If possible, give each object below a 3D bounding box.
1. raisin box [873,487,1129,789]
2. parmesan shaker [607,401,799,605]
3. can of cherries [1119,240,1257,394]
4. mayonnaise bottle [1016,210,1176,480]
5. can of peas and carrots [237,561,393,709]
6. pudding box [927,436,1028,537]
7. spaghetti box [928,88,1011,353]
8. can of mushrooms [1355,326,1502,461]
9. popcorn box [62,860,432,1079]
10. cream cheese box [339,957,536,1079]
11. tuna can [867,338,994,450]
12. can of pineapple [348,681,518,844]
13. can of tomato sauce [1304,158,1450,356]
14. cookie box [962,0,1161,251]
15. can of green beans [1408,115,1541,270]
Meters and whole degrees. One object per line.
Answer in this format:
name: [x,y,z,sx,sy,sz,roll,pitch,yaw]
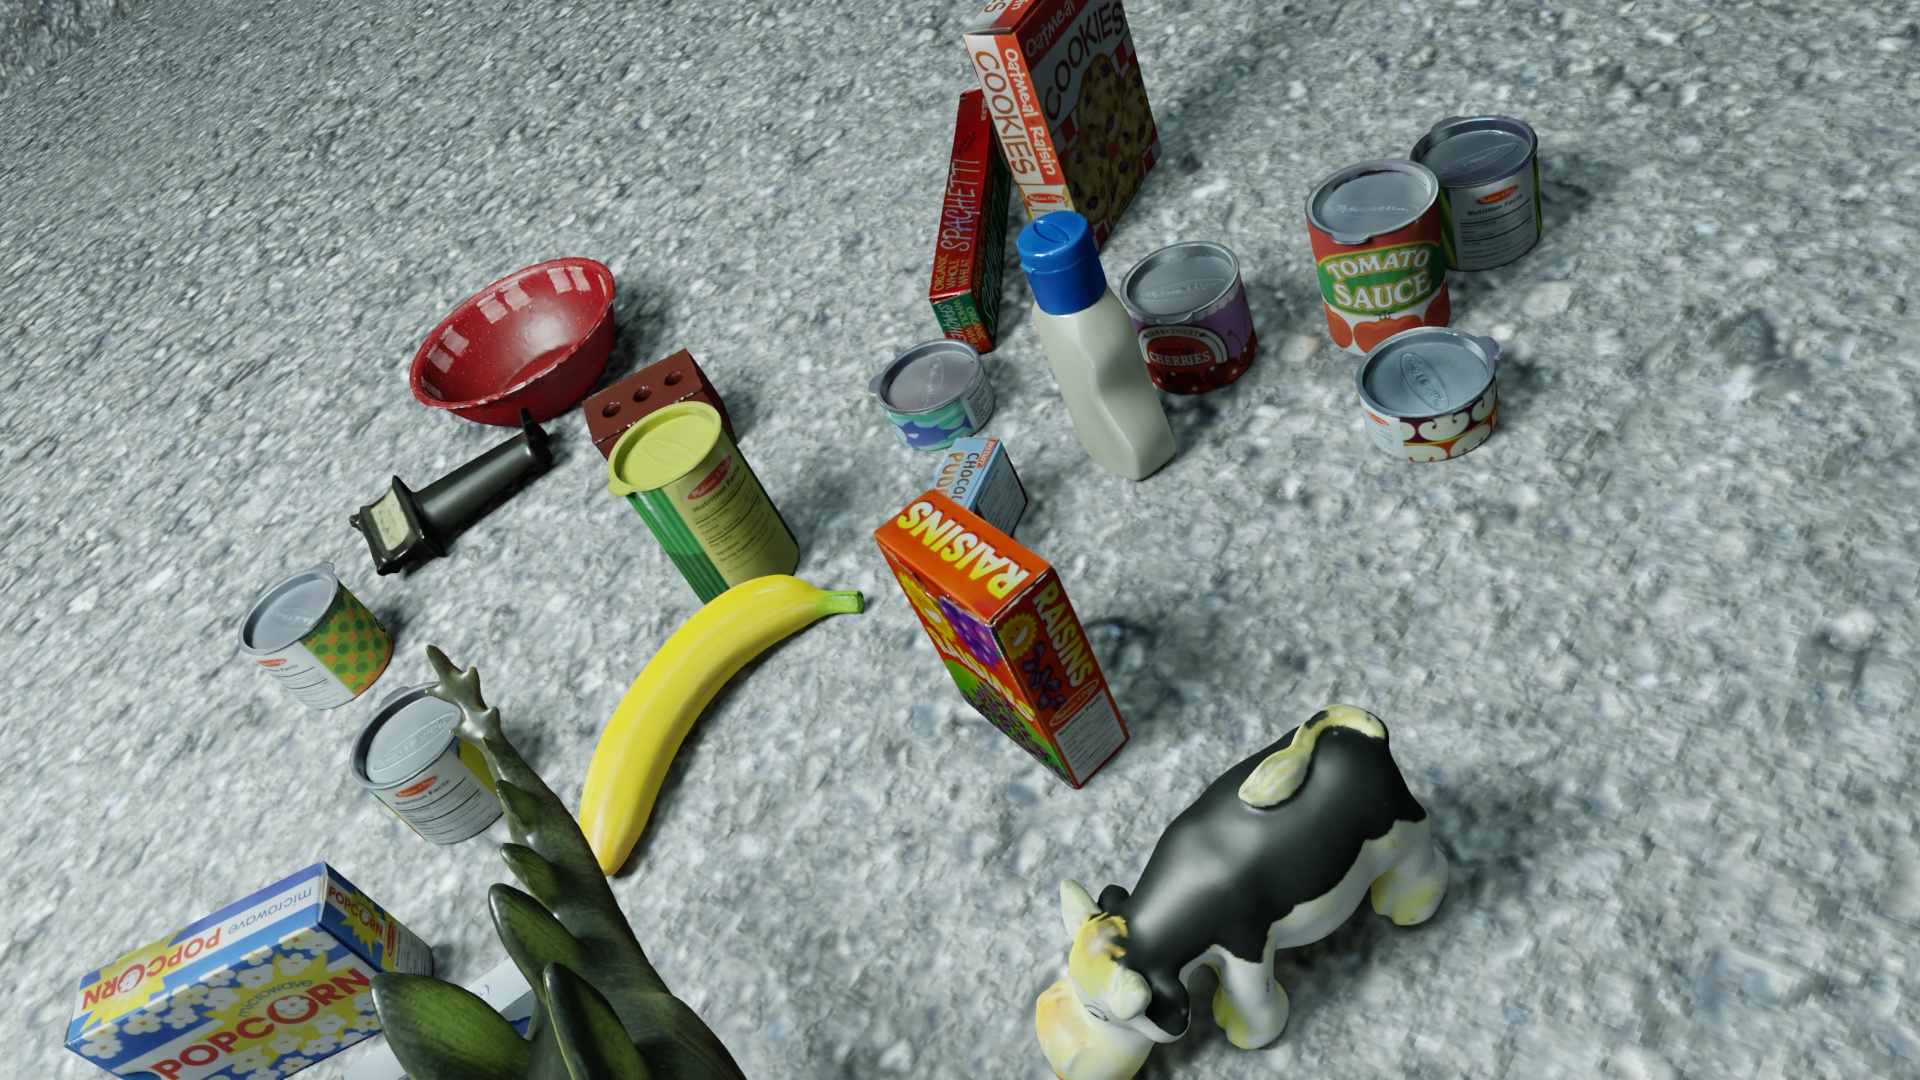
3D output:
raisin box: [0.019,0.044,0.615,0.040,0.123,0.086,-40,44,-15]
parmesan shaker: [-0.142,-0.015,0.765,0.071,0.102,0.072,-14,44,13]
can of cherries: [0.128,-0.122,0.776,0.071,0.058,0.072,-13,44,13]
mayonnaise bottle: [0.068,-0.099,0.715,0.041,0.147,0.065,-36,43,-10]
can of peas and carrots: [-0.389,0.058,0.843,0.071,0.058,0.071,-13,44,13]
pudding box: [0.003,-0.009,0.730,0.030,0.049,0.084,4,50,29]
spaghetti box: [0.010,-0.220,0.935,0.028,0.050,0.251,-10,44,17]
can of mushrooms: [0.236,-0.074,0.694,0.071,0.033,0.071,-13,44,13]
popcorn box: [-0.325,0.209,0.643,0.127,0.085,0.038,-26,42,0]
cream cheese box: [-0.205,0.219,0.600,0.104,0.053,0.024,-34,43,-9]
tuna can: [-0.017,-0.086,0.828,0.071,0.032,0.071,-13,44,13]
can of pineapple: [-0.275,0.116,0.732,0.071,0.057,0.071,-13,44,13]
can of tomato sauce: [0.223,-0.147,0.737,0.071,0.082,0.071,-14,44,13]
cookie box: [0.071,-0.281,0.879,0.040,0.166,0.123,9,53,33]
can of green beans: [0.286,-0.192,0.770,0.071,0.057,0.071,-13,44,13]
